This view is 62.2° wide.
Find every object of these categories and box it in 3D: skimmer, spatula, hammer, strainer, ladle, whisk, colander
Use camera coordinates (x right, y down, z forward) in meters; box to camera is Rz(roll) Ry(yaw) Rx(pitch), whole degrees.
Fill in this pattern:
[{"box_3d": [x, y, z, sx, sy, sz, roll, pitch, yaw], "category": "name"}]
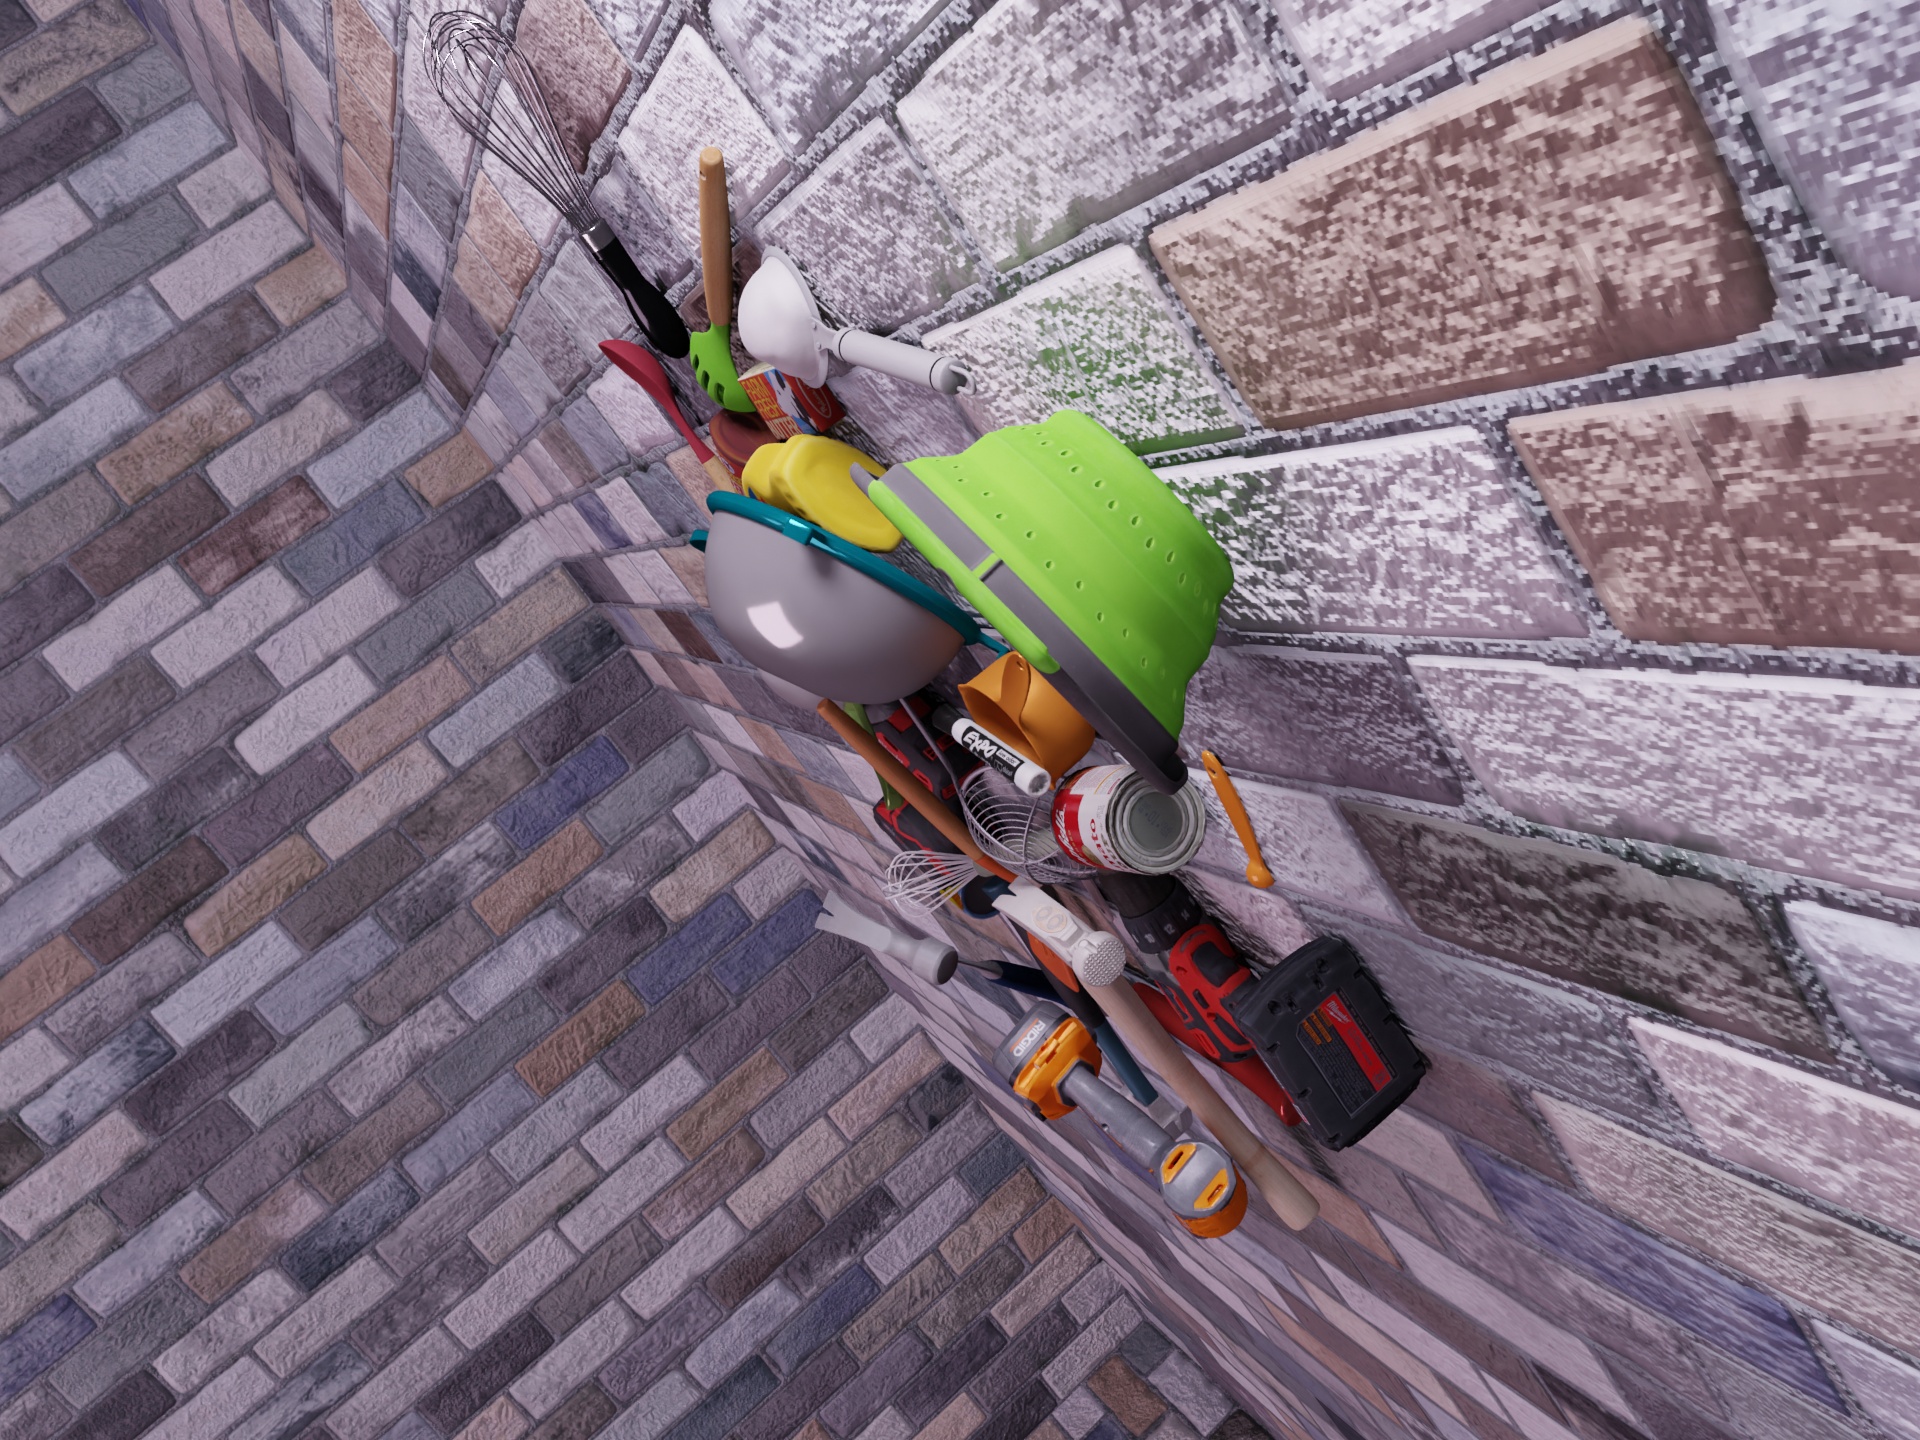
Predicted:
[{"box_3d": [-0.002, -0.004, 1.264, 0.364, 0.090, 0.127, 53, 165, 40], "category": "skimmer"}, {"box_3d": [-0.006, 0.096, 1.238, 0.322, 0.041, 0.081, 45, 174, -27], "category": "spatula"}, {"box_3d": [0.175, 0.244, 1.337, 0.149, 0.037, 0.359, 56, 166, -23], "category": "hammer"}, {"box_3d": [-0.069, -0.214, 0.900, 0.259, 0.050, 0.086, 30, 142, 48], "category": "strainer"}, {"box_3d": [0.171, 0.277, 1.262, 0.410, 0.038, 0.146, 51, 169, -30], "category": "hammer"}, {"box_3d": [0.113, 0.261, 1.442, 0.330, 0.033, 0.128, 56, 167, -22], "category": "hammer"}, {"box_3d": [-0.205, -0.207, 1.391, 0.315, 0.031, 0.069, 54, 169, -21], "category": "ladle"}, {"box_3d": [-0.280, -0.374, 1.135, 0.070, 0.070, 0.284, 32, 162, 53], "category": "whisk"}, {"box_3d": [0.018, 0.224, 1.461, 0.144, 0.035, 0.405, 20, 175, 32], "category": "hammer"}, {"box_3d": [0.073, -0.058, 0.787, 0.205, 0.094, 0.397, 46, -176, 16], "category": "colander"}, {"box_3d": [0.014, 0.122, 1.335, 0.246, 0.057, 0.059, -22, 83, 48], "category": "whisk"}, {"box_3d": [-0.133, -0.081, 1.147, 0.210, 0.095, 0.341, 29, 174, -35], "category": "strainer"}, {"box_3d": [-0.121, -0.024, 1.317, 0.151, 0.069, 0.257, 100, 150, -53], "category": "strainer"}]

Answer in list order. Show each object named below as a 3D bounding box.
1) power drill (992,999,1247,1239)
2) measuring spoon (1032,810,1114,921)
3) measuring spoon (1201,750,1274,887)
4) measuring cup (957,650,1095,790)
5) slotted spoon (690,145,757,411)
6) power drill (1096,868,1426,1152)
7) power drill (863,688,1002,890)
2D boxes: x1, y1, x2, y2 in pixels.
[{"box_3d": [0.143, 0.345, 1.332, 0.227, 0.084, 0.164, 36, 168, 30], "category": "power drill"}, {"box_3d": [0.093, 0.126, 1.323, 0.124, 0.018, 0.034, 56, 165, -23], "category": "measuring spoon"}, {"box_3d": [0.161, 0.061, 0.938, 0.021, 0.011, 0.116, 34, 159, 51], "category": "measuring spoon"}, {"box_3d": [0.049, -0.019, 1.008, 0.095, 0.052, 0.173, 47, 164, 14], "category": "measuring cup"}, {"box_3d": [-0.160, -0.280, 1.045, 0.070, 0.031, 0.313, 49, 165, 6], "category": "slotted spoon"}, {"box_3d": [0.179, 0.165, 1.034, 0.187, 0.080, 0.227, 55, 169, -16], "category": "power drill"}, {"box_3d": [-0.034, 0.048, 1.415, 0.143, 0.078, 0.219, 43, 162, 27], "category": "power drill"}]
